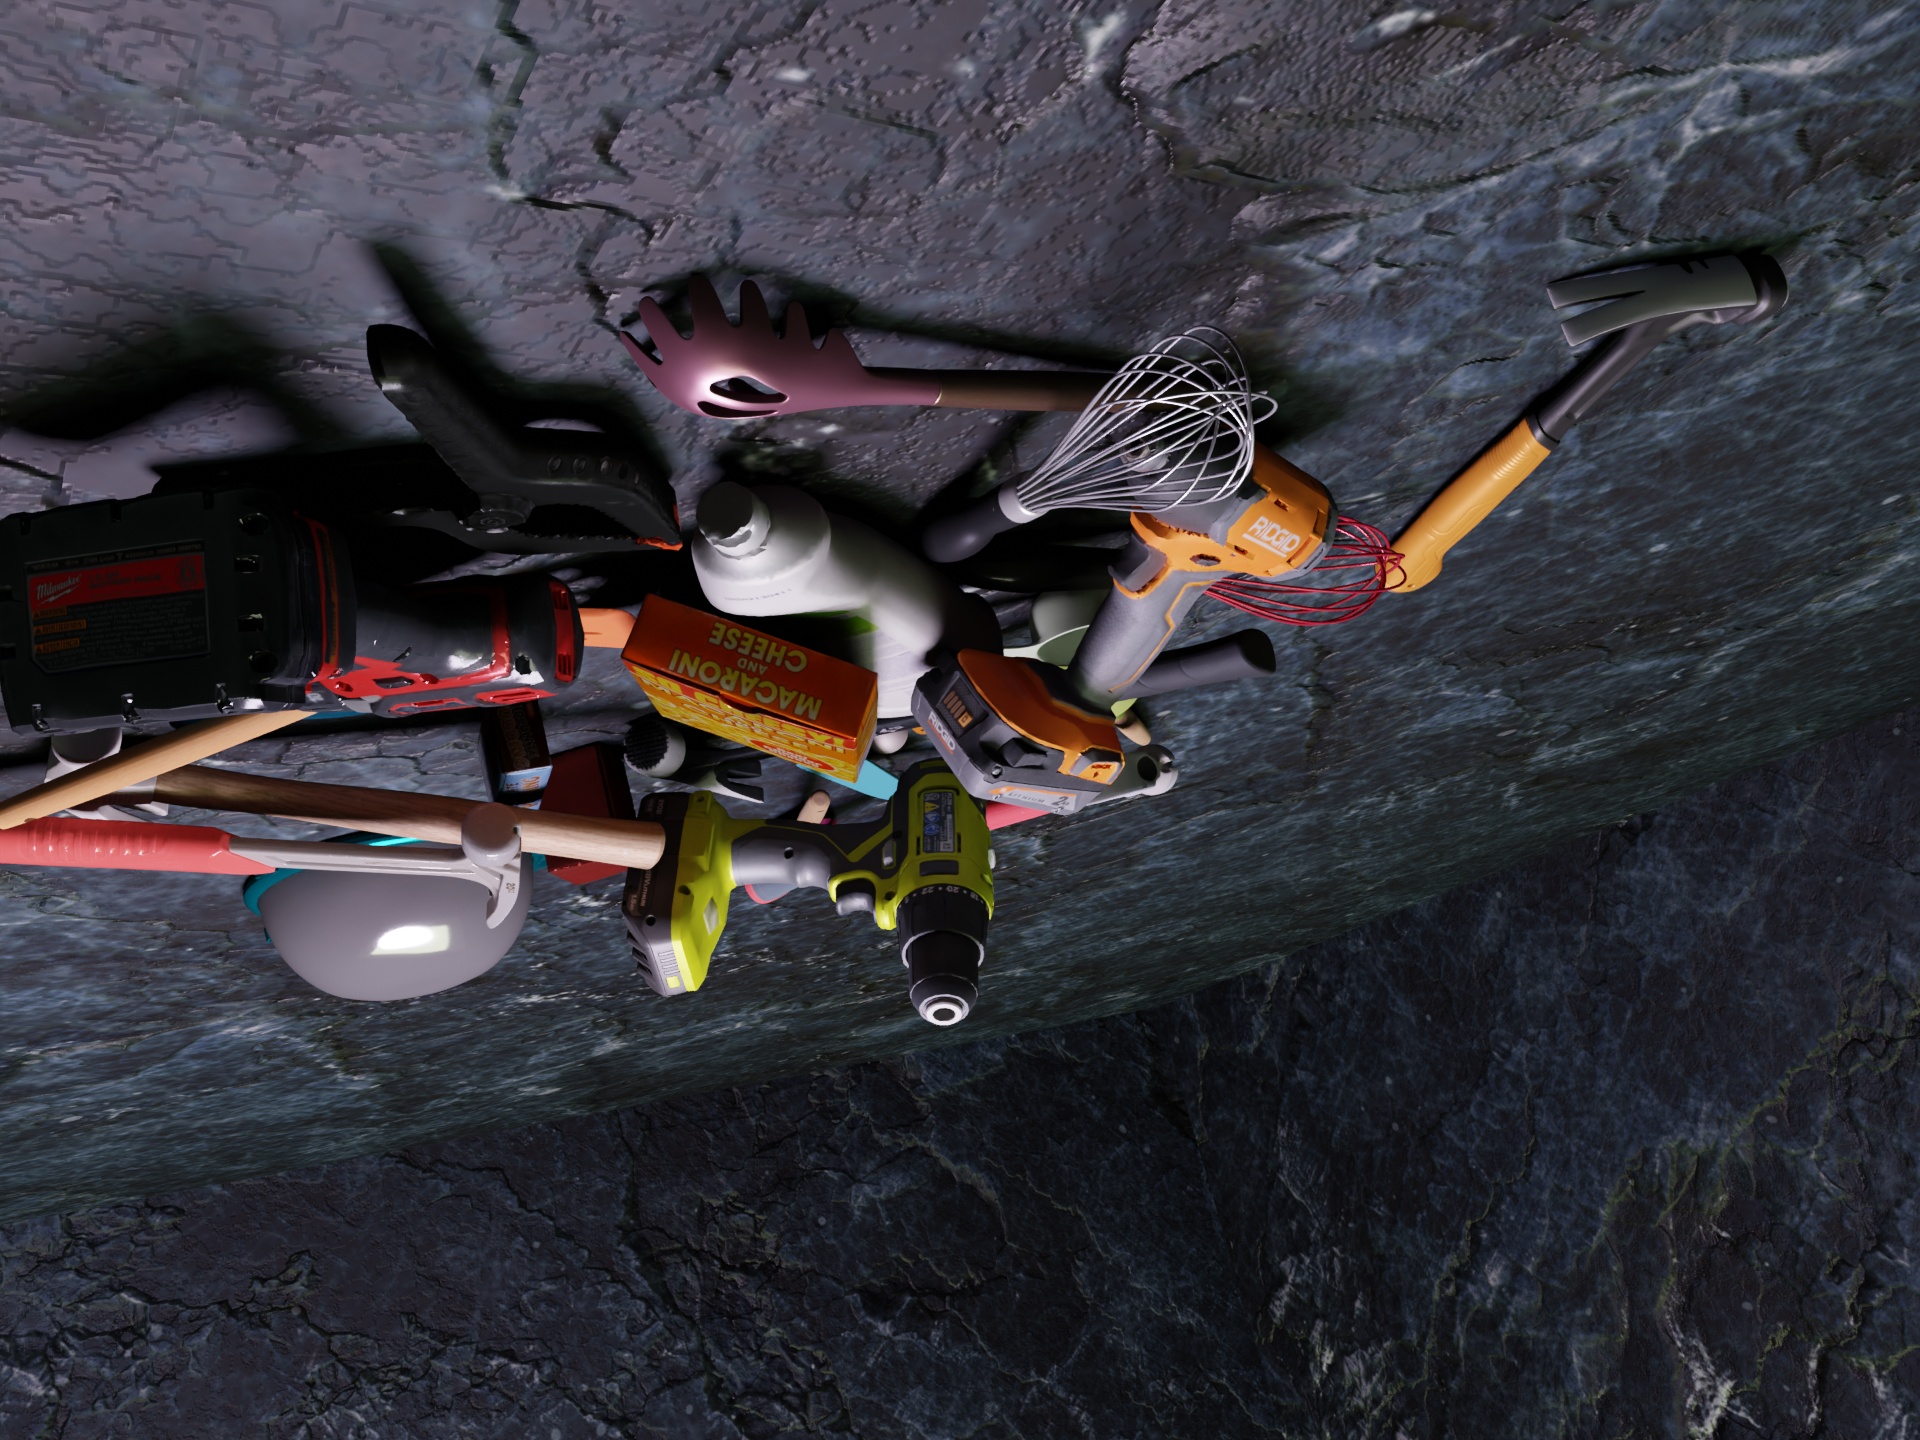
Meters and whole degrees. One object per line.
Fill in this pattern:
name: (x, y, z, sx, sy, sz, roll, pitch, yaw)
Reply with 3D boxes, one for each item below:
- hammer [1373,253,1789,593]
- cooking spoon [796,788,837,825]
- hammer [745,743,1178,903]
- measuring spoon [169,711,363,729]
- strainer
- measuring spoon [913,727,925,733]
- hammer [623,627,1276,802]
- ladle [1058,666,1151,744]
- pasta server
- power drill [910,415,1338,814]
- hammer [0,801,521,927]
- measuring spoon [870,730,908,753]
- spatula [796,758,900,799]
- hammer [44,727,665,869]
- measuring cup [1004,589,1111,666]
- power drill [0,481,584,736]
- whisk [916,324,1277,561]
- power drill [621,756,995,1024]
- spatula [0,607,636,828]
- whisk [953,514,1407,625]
hammer: (0.319, -0.154, 0.924, 0.127, 0.034, 0.336, -11, 163, -15)
cooking spoon: (-0.121, 0.081, 1.245, 0.068, 0.017, 0.319, -12, 172, -11)
hammer: (-0.028, 0.088, 1.246, 0.386, 0.038, 0.143, -19, 174, 31)
measuring spoon: (-0.354, -0.014, 0.831, 0.042, 0.021, 0.128, -32, 166, 26)
strainer: (-0.348, 0.145, 1.191, 0.340, 0.095, 0.211, -6, 161, -23)
measuring spoon: (-0.030, -0.005, 1.133, 0.021, 0.011, 0.116, -16, 163, 1)
hammer: (-0.002, -0.003, 1.029, 0.409, 0.036, 0.149, -11, 165, 14)
ladle: (0.116, -0.016, 1.196, 0.078, 0.062, 0.320, -18, 169, 10)
pasta server: (0.006, -0.150, 0.689, 0.316, 0.040, 0.060, -7, 162, -37)
power drill: (0.078, -0.058, 0.827, 0.226, 0.084, 0.164, -48, 147, 19)
hammer: (-0.423, 0.071, 0.857, 0.359, 0.037, 0.149, 5, 156, -17)
measuring spoon: (-0.086, 0.013, 1.130, 0.124, 0.018, 0.034, 3, 156, -43)
spatula: (0.018, 0.034, 1.266, 0.317, 0.044, 0.082, -8, -179, -43)
hammer: (-0.333, 0.052, 0.906, 0.331, 0.031, 0.130, 11, 155, -27)
measuring cup: (0.036, -0.059, 0.984, 0.167, 0.038, 0.083, -6, 163, -9)
power drill: (-0.286, -0.034, 0.660, 0.188, 0.080, 0.226, -5, 177, 13)
whisk: (0.046, -0.111, 0.726, 0.070, 0.070, 0.284, -6, 177, -27)
power drill: (-0.091, 0.112, 1.011, 0.228, 0.191, 0.080, -3, 134, 2)
spatula: (-0.317, -0.005, 0.793, 0.322, 0.041, 0.081, -22, 174, -8)
whisk: (0.135, -0.089, 0.933, 0.295, 0.073, 0.073, -2, 159, -21)
